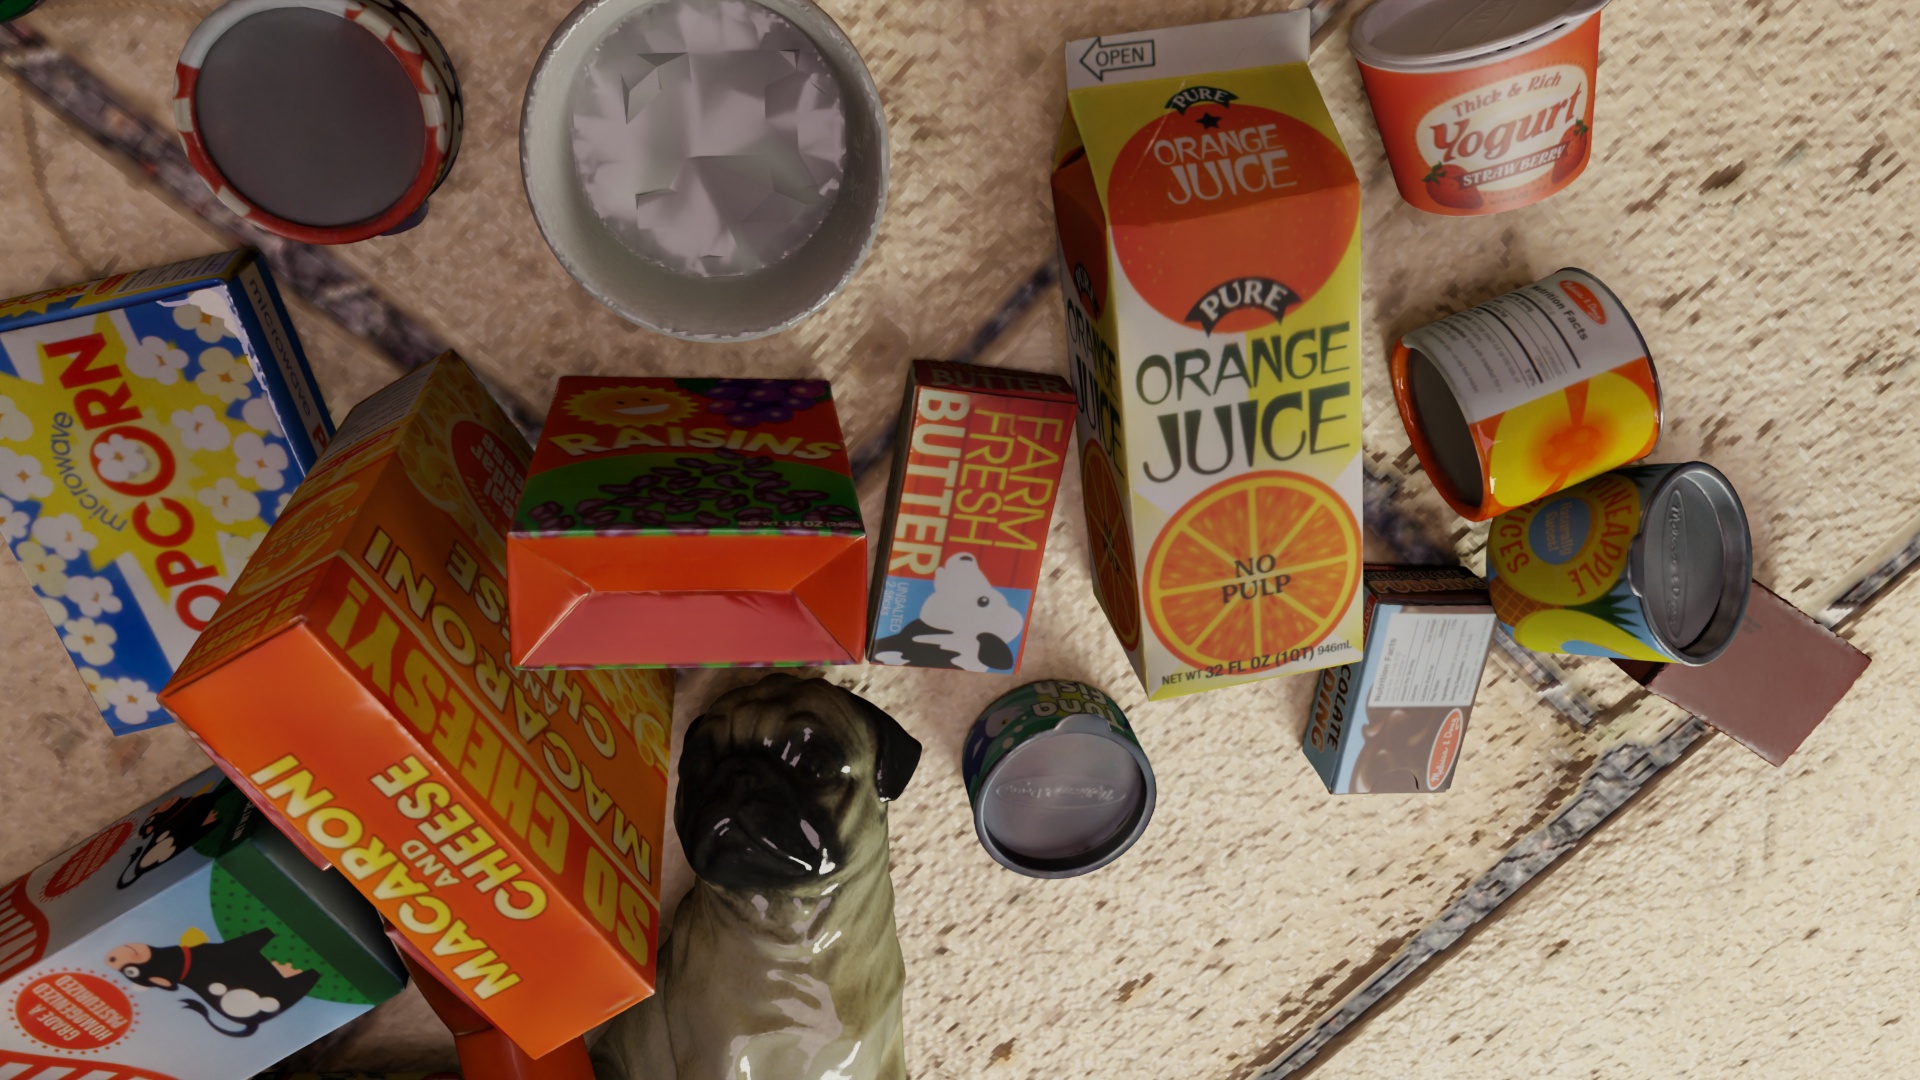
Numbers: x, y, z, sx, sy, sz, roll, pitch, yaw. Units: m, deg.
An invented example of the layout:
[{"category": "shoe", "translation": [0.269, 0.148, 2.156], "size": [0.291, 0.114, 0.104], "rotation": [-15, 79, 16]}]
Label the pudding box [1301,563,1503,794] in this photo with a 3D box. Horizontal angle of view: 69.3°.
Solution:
[{"category": "pudding box", "translation": [0.160, 0.052, 0.509], "size": [0.050, 0.030, 0.083], "rotation": [0, 115, -11]}]

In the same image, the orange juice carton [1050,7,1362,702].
[{"category": "orange juice carton", "translation": [0.074, -0.055, 0.418], "size": [0.072, 0.073, 0.191], "rotation": [-11, 116, -5]}]

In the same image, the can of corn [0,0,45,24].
[{"category": "can of corn", "translation": [-0.255, -0.150, 0.322], "size": [0.071, 0.058, 0.070], "rotation": [-4, 116, -8]}]

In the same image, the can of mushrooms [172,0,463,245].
[{"category": "can of mushrooms", "translation": [-0.168, -0.112, 0.370], "size": [0.071, 0.033, 0.070], "rotation": [-4, 115, -9]}]

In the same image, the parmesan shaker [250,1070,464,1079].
[{"category": "parmesan shaker", "translation": [-0.207, 0.229, 0.504], "size": [0.103, 0.071, 0.071], "rotation": [4, 115, -12]}]

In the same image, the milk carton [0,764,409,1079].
[{"category": "milk carton", "translation": [-0.275, 0.144, 0.451], "size": [0.190, 0.072, 0.073], "rotation": [-29, 117, 5]}]

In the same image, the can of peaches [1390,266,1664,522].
[{"category": "can of peaches", "translation": [0.180, -0.044, 0.446], "size": [0.058, 0.071, 0.071], "rotation": [-22, 117, 1]}]

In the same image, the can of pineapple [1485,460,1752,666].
[{"category": "can of pineapple", "translation": [0.220, 0.007, 0.468], "size": [0.071, 0.058, 0.071], "rotation": [0, 90, -33]}]

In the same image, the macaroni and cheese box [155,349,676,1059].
[{"category": "macaroni and cheese box", "translation": [-0.128, 0.034, 0.371], "size": [0.040, 0.167, 0.123], "rotation": [-29, 117, 6]}]

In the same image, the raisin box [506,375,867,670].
[{"category": "raisin box", "translation": [-0.073, -0.010, 0.385], "size": [0.086, 0.124, 0.040], "rotation": [-1, 114, -10]}]

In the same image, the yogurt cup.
[{"category": "yogurt cup", "translation": [0.151, -0.131, 0.402], "size": [0.072, 0.073, 0.053], "rotation": [-23, 125, 1]}]

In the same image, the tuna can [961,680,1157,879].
[{"category": "tuna can", "translation": [0.035, 0.084, 0.500], "size": [0.071, 0.033, 0.070], "rotation": [-4, 116, -8]}]

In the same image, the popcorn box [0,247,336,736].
[{"category": "popcorn box", "translation": [-0.226, -0.013, 0.404], "size": [0.085, 0.038, 0.126], "rotation": [-14, 117, -5]}]

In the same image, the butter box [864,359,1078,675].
[{"category": "butter box", "translation": [0.002, -0.006, 0.456], "size": [0.053, 0.024, 0.103], "rotation": [6, 114, -12]}]

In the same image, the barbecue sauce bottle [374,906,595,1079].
[{"category": "barbecue sauce bottle", "translation": [-0.150, 0.112, 0.435], "size": [0.065, 0.043, 0.148], "rotation": [-18, 85, 4]}]
